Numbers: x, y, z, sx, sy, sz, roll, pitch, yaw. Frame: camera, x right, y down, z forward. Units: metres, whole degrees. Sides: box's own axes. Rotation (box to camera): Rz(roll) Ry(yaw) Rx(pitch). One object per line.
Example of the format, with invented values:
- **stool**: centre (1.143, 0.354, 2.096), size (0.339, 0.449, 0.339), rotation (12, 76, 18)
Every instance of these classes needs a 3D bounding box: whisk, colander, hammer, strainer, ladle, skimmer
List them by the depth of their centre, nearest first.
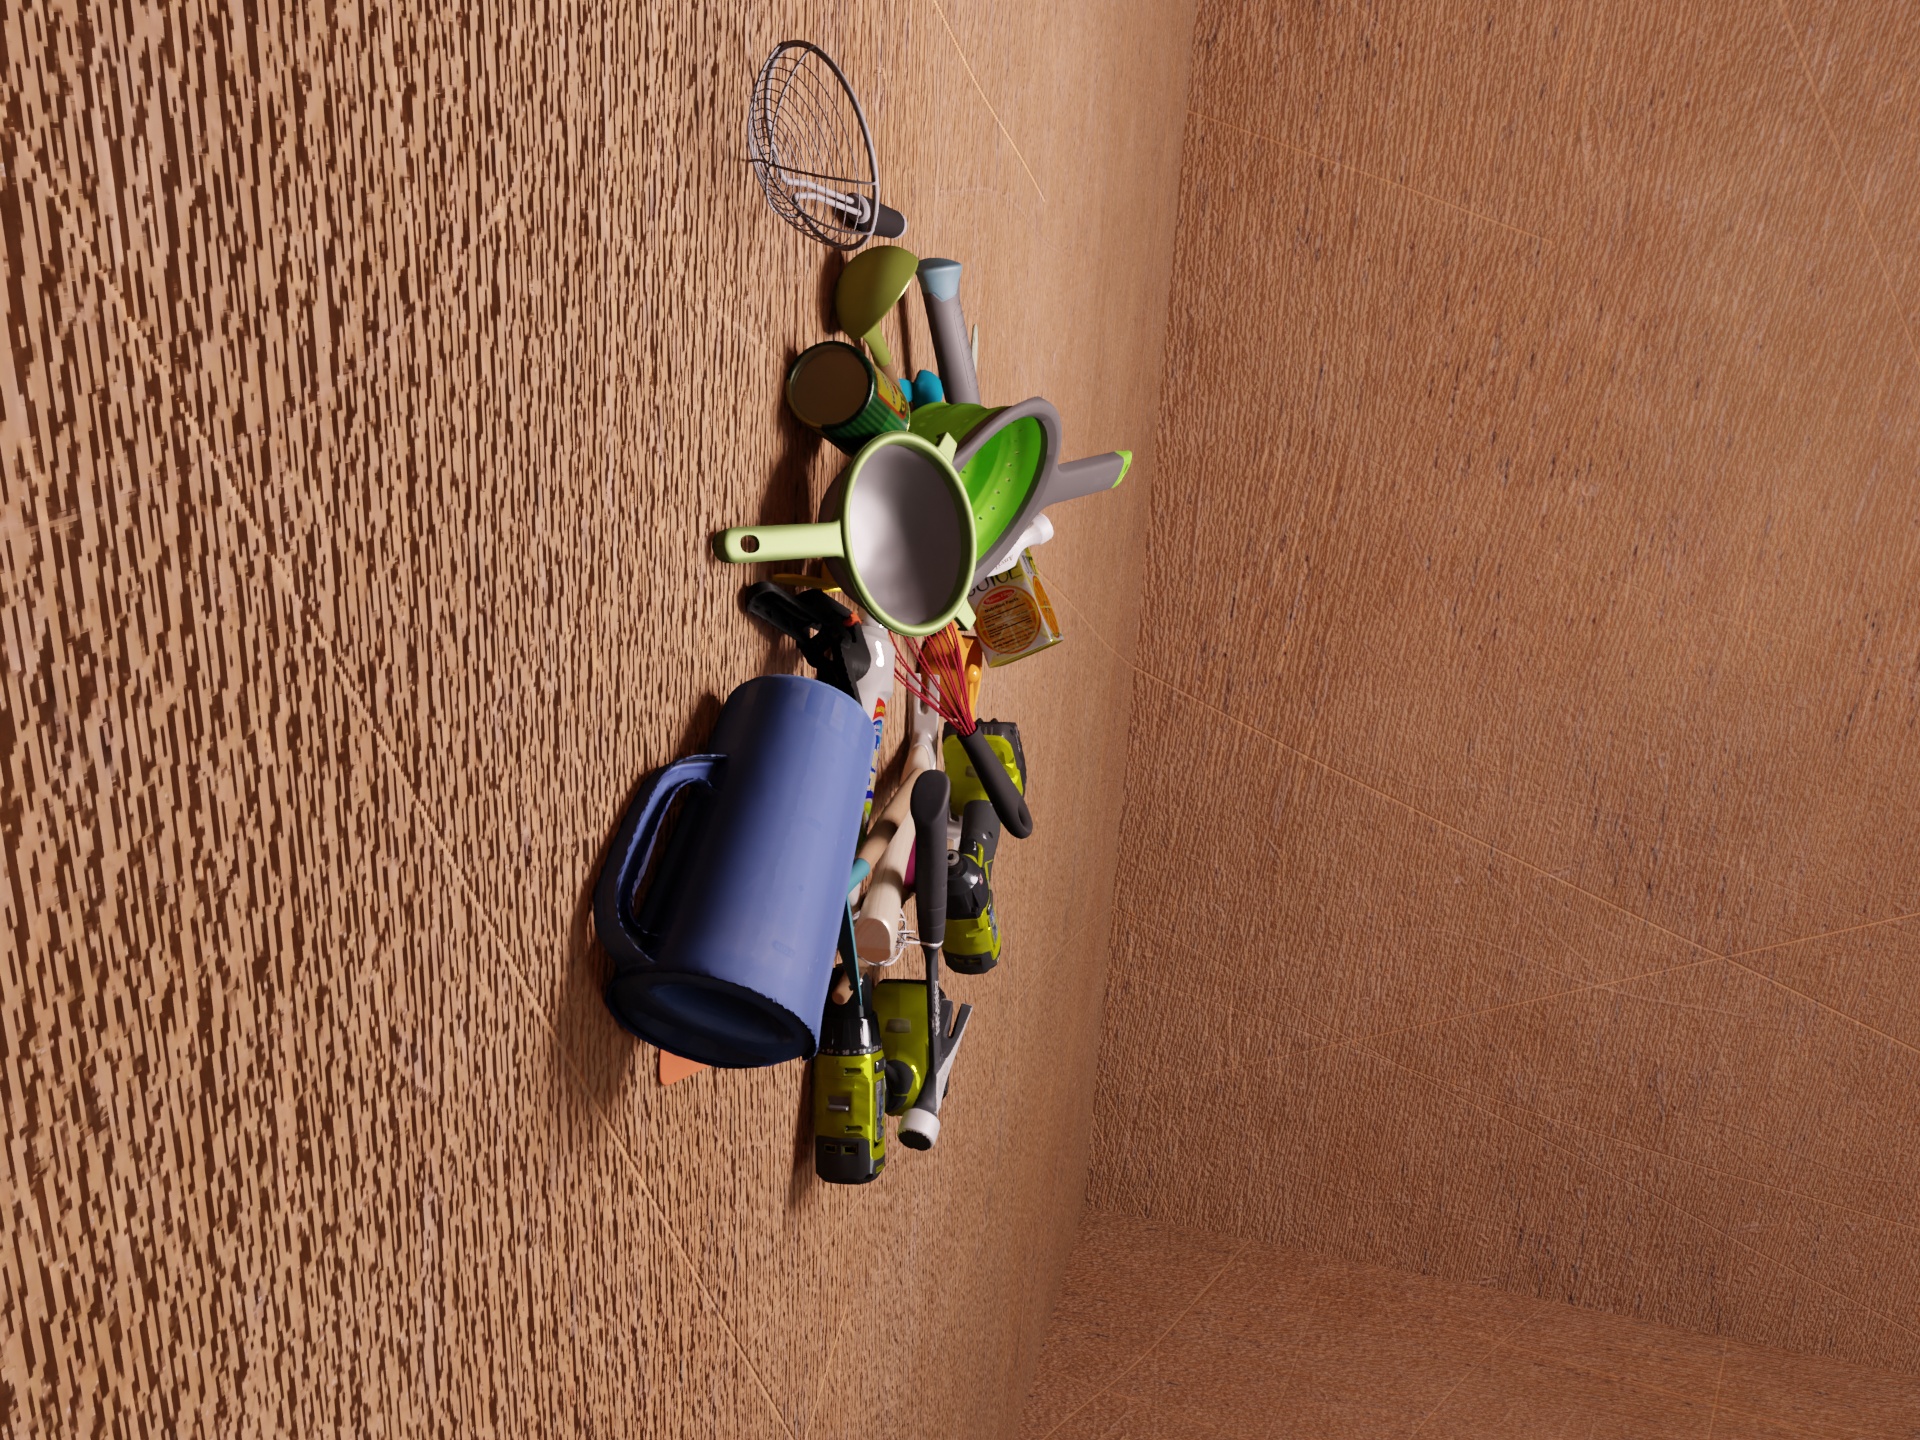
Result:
- **skimmer**: centre (-0.063, -0.377, 1.108), size (0.127, 0.090, 0.363), rotation (64, 15, -5)
- **strainer**: centre (-0.092, -0.128, 1.141), size (0.256, 0.069, 0.151), rotation (-11, 96, -49)
- **whisk**: centre (-0.102, 0.176, 1.306), size (0.246, 0.059, 0.058), rotation (15, 86, -64)
- **ladle**: centre (-0.050, -0.279, 1.314), size (0.078, 0.062, 0.320), rotation (-60, 164, -15)
- **hammer**: centre (-0.022, 0.195, 1.358), size (0.149, 0.036, 0.408), rotation (-69, 165, -45)
- **hammer**: centre (-0.052, 0.086, 1.409), size (0.411, 0.038, 0.146), rotation (-78, 171, -70)
- **colander**: centre (0.033, -0.224, 1.426), size (0.397, 0.094, 0.204), rotation (-25, 146, -54)
- **hammer**: centre (0.008, -0.270, 1.452), size (0.128, 0.033, 0.330), rotation (-34, 135, -22)
- **whisk**: centre (-0.002, -0.005, 1.457), size (0.295, 0.073, 0.073), rotation (61, 31, -27)
- **hammer**: centre (-0.043, 0.156, 1.661), size (0.331, 0.031, 0.130), rotation (-26, 123, -75)

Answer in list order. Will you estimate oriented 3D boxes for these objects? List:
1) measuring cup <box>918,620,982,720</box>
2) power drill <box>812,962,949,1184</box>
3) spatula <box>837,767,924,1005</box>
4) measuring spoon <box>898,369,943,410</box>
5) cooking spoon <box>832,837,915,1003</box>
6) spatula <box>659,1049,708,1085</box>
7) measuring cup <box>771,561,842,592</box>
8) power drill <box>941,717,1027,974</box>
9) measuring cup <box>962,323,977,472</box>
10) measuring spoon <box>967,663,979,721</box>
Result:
- **measuring cup**: centre (-0.019, -0.063, 1.590), size (0.173, 0.052, 0.095), rotation (66, 34, -64)
- **power drill**: centre (-0.078, 0.312, 1.498), size (0.228, 0.080, 0.190), rotation (-1, 91, -75)
- **spatula**: centre (-0.059, 0.103, 1.217), size (0.318, 0.044, 0.082), rotation (-60, 146, -65)
- **measuring spoon**: centre (-0.038, -0.294, 1.428), size (0.128, 0.021, 0.042), rotation (-36, 133, -73)
- **cooking spoon**: centre (-0.062, 0.174, 1.488), size (0.068, 0.017, 0.319), rotation (62, 24, -14)
- **spatula**: centre (-0.155, 0.205, 1.219), size (0.322, 0.041, 0.081), rotation (-8, 106, -81)
- **measuring cup**: centre (-0.102, -0.116, 1.213), size (0.156, 0.062, 0.029), rotation (-4, 89, -66)
- **power drill**: centre (0.013, 0.113, 1.560), size (0.171, 0.080, 0.223), rotation (78, 16, -50)
- **measuring cup**: centre (-0.008, -0.298, 1.528), size (0.083, 0.038, 0.167), rotation (6, 90, -77)
- **measuring spoon**: centre (0.015, -0.008, 1.622), size (0.021, 0.011, 0.116), rotation (-67, 161, -50)
